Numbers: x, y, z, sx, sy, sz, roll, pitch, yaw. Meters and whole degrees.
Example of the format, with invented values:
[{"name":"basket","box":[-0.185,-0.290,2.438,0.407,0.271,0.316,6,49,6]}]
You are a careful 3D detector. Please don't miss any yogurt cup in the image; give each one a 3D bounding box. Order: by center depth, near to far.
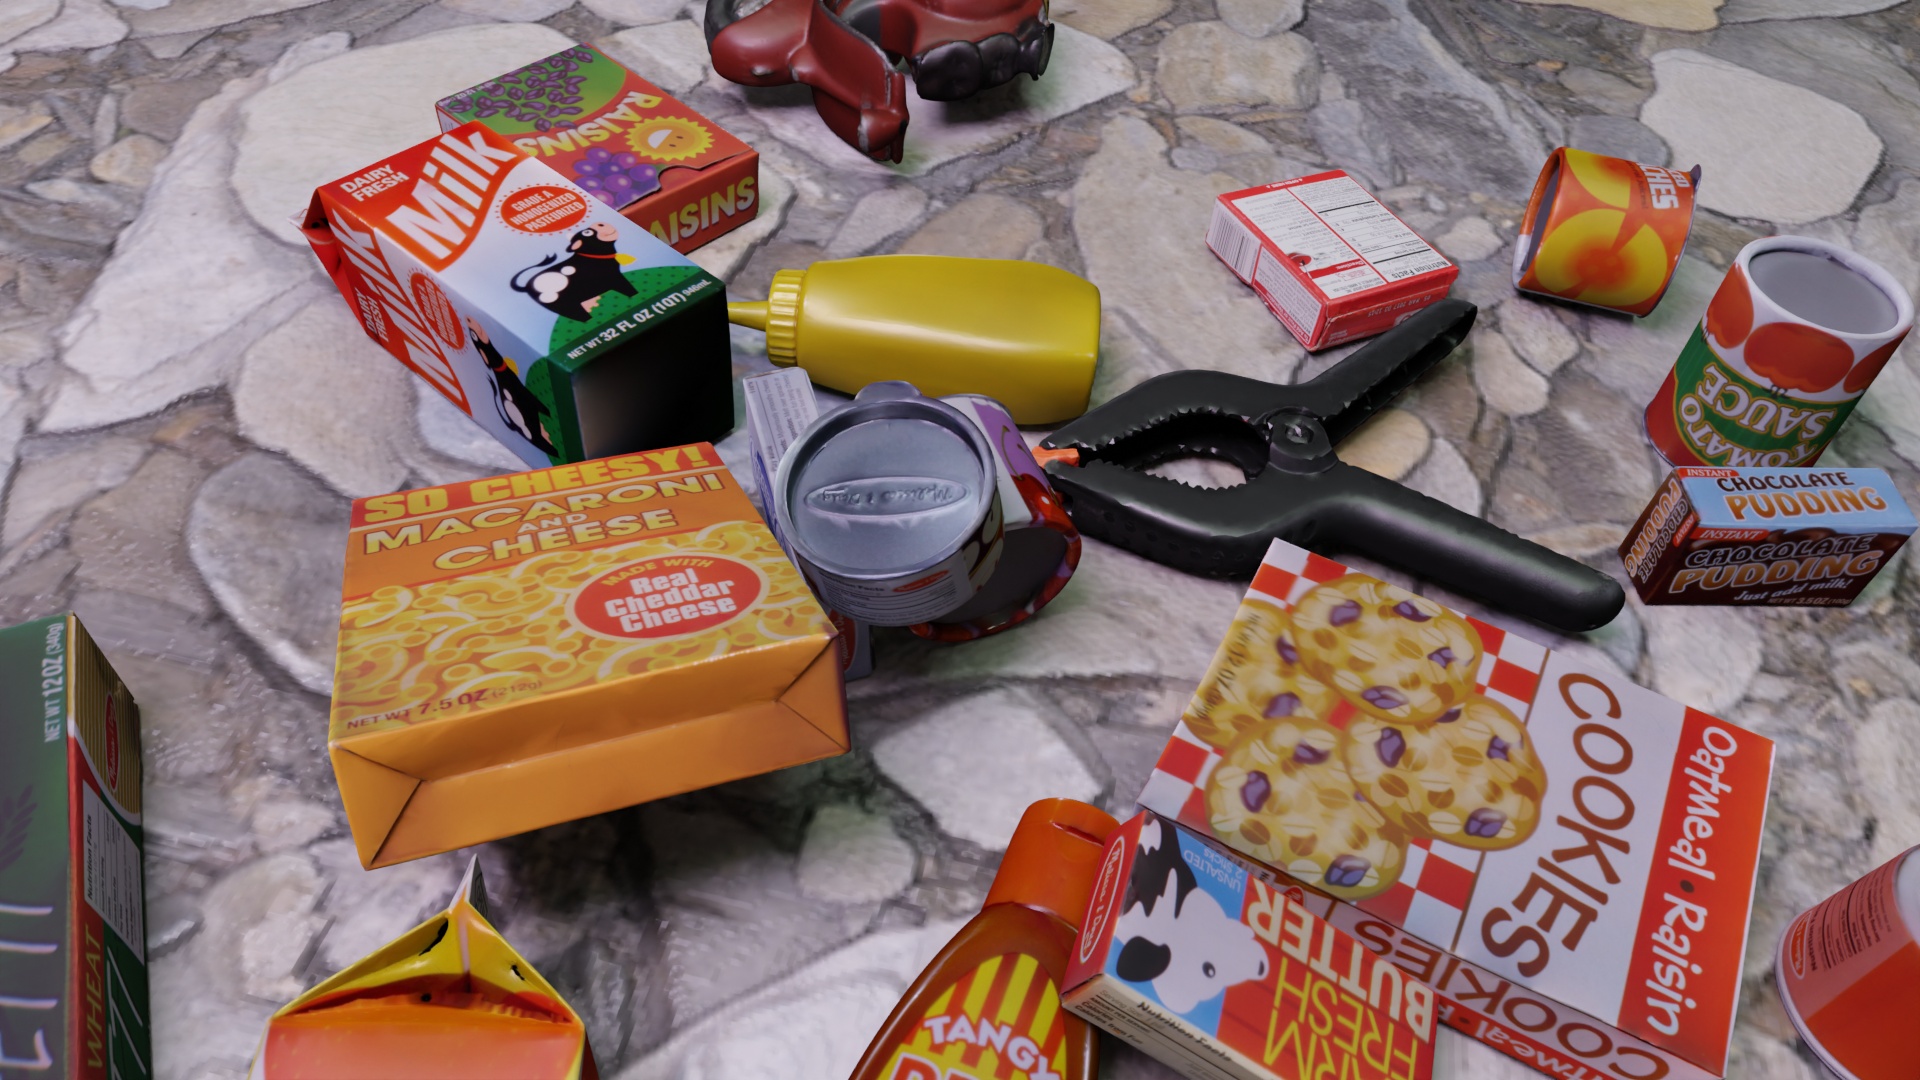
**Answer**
[{"name":"yogurt cup","box":[0.279,0.122,0.395,0.072,0.053,0.073,3,47,-3]}]

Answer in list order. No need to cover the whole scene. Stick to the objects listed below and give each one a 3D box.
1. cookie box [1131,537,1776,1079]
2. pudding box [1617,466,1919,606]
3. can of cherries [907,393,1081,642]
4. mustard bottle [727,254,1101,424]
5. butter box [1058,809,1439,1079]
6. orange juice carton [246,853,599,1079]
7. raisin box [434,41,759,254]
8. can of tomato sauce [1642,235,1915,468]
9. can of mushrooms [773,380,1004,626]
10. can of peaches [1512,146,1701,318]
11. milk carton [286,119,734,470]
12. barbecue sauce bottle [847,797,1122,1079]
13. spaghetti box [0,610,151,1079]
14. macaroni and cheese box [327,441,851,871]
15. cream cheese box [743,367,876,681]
[{"name":"cookie box","box":[0.152,0.082,0.430,0.167,0.040,0.123,24,50,17]},{"name":"pudding box","box":[0.296,-0.002,0.512,0.084,0.049,0.030,1,49,-5]},{"name":"can of cherries","box":[0.002,-0.006,0.477,0.072,0.071,0.058,-16,55,-19]},{"name":"mustard bottle","box":[-0.025,-0.085,0.558,0.160,0.048,0.066,7,47,2]},{"name":"butter box","box":[0.079,0.121,0.370,0.103,0.024,0.053,33,47,-9]},{"name":"orange juice carton","box":[-0.121,0.171,0.300,0.073,0.071,0.194,3,48,-4]},{"name":"raisin box","box":[-0.164,-0.174,0.632,0.123,0.039,0.086,37,54,24]},{"name":"can of tomato sauce","box":[0.323,-0.068,0.552,0.071,0.082,0.071,3,47,-3]},{"name":"can of mushrooms","box":[-0.020,-0.011,0.420,0.071,0.033,0.071,-4,57,6]},{"name":"can of peaches","box":[0.288,-0.141,0.624,0.058,0.070,0.071,15,48,9]},{"name":"milk carton","box":[-0.179,-0.099,0.539,0.191,0.073,0.073,36,54,25]},{"name":"barbecue sauce bottle","box":[0.008,0.136,0.363,0.065,0.043,0.149,21,49,10]},{"name":"spaghetti box","box":[-0.225,0.126,0.346,0.029,0.049,0.251,-16,51,-16]},{"name":"macaroni and cheese box","box":[-0.116,0.022,0.414,0.124,0.040,0.167,-11,25,-18]},{"name":"cream cheese box","box":[-0.053,-0.007,0.481,0.024,0.053,0.104,-11,50,-13]}]
